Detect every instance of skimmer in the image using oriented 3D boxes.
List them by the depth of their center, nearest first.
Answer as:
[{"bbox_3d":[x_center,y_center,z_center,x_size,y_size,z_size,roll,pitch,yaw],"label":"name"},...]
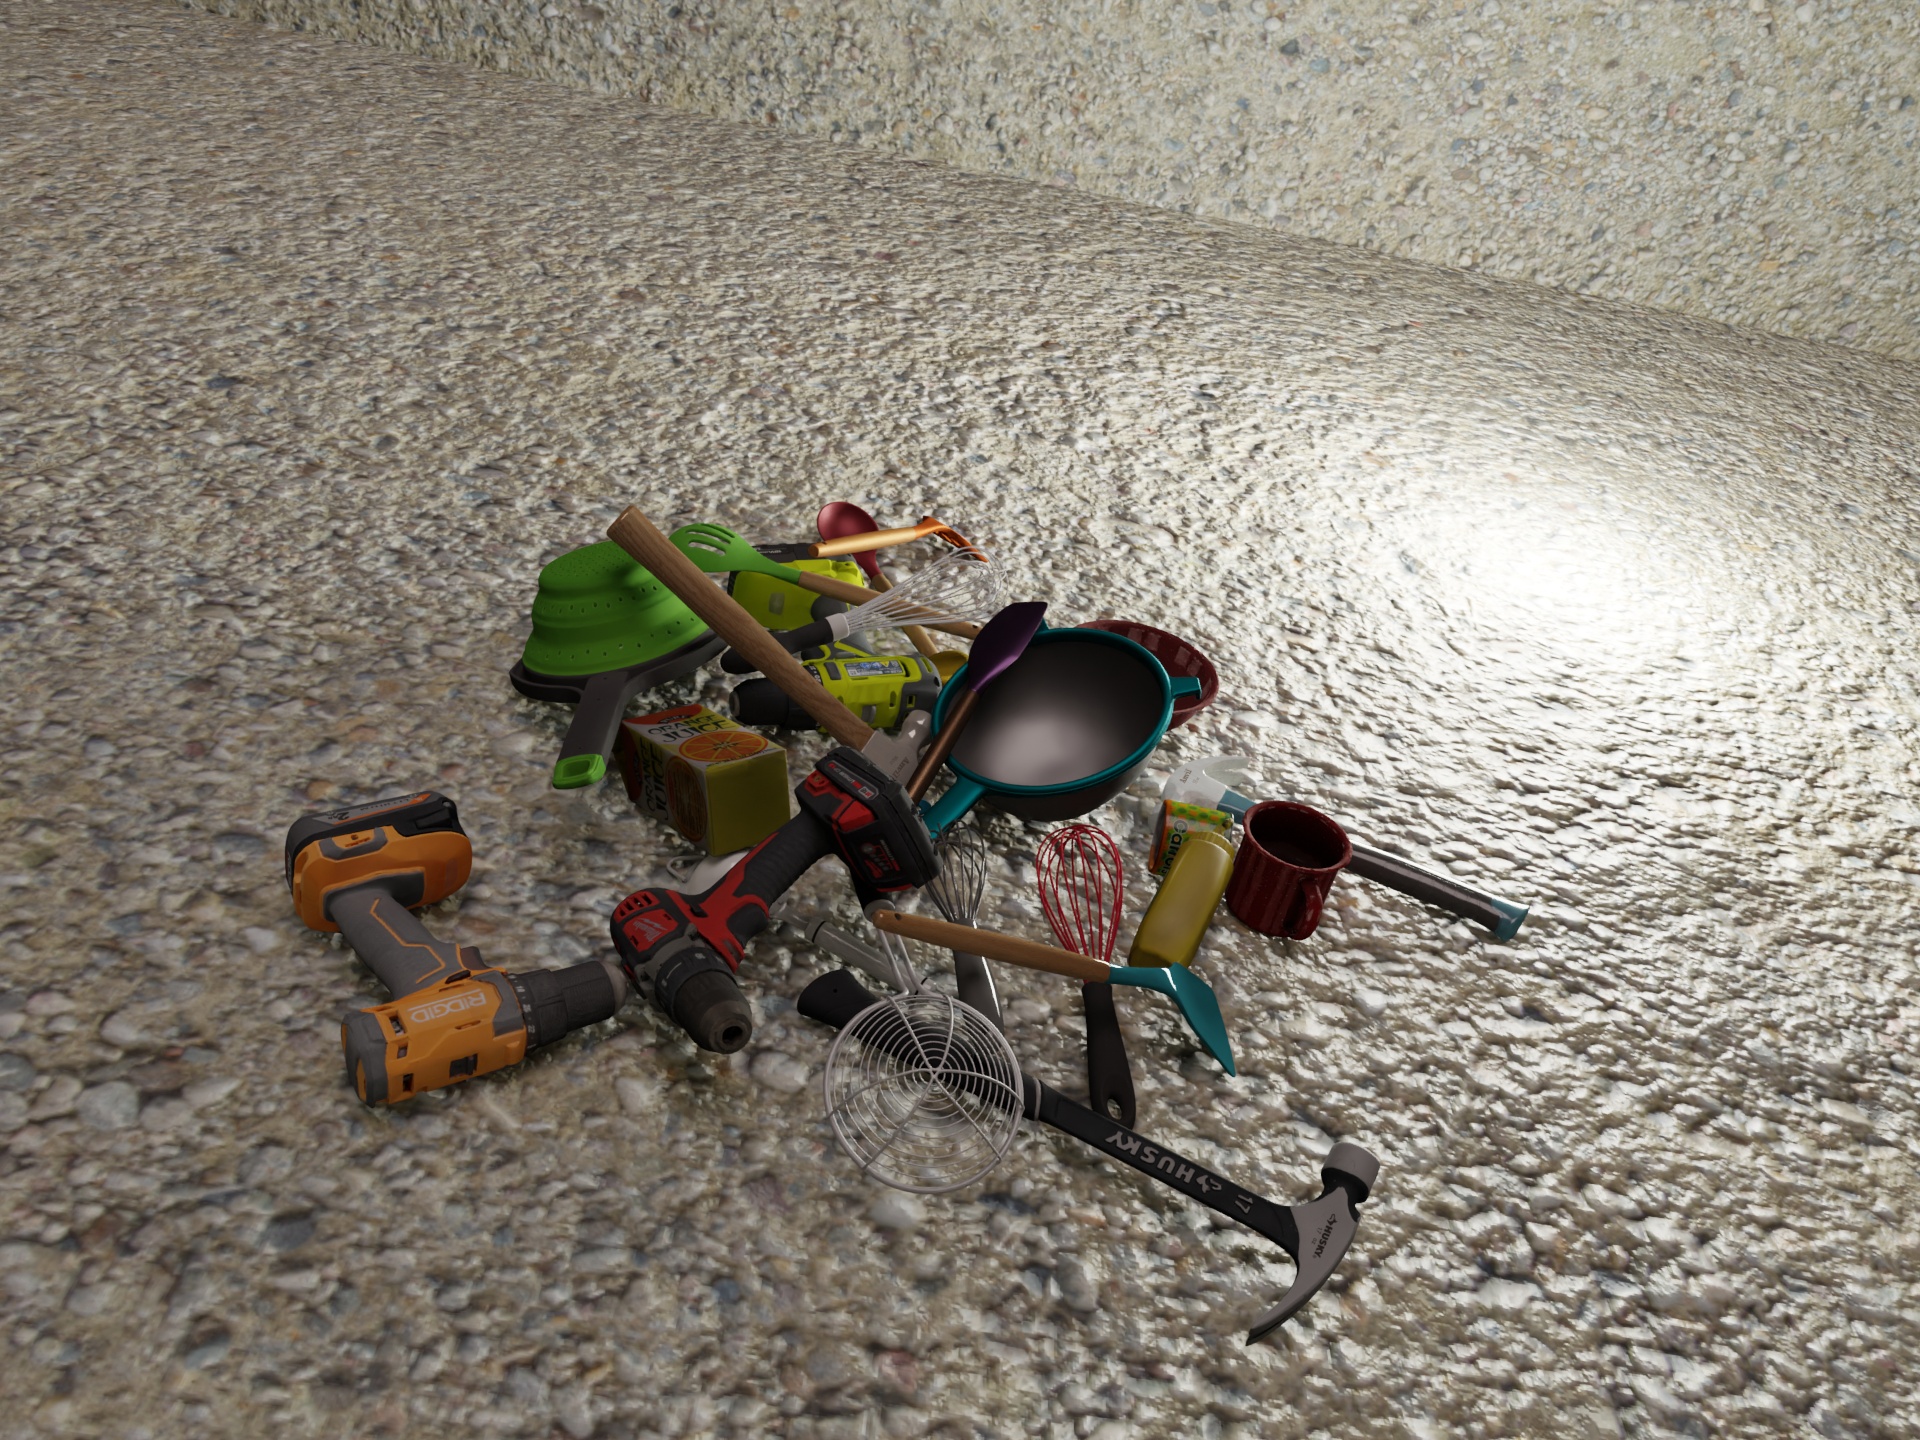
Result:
[{"bbox_3d":[-0.049,0.187,1.116,0.127,0.090,0.364,-1,19,-12],"label":"skimmer"}]

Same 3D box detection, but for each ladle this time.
[{"bbox_3d":[-0.074,-0.132,1.641,0.069,0.031,0.316,-9,42,-24],"label":"ladle"}]

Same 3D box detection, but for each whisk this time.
[{"bbox_3d":[0.005,0.154,1.168,0.055,0.055,0.239,4,34,-13],"label":"whisk"},{"bbox_3d":[0.101,0.190,1.212,0.073,0.073,0.296,6,41,-10],"label":"whisk"},{"bbox_3d":[-0.081,-0.094,1.425,0.284,0.070,0.070,-20,44,-20],"label":"whisk"}]

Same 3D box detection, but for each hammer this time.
[{"bbox_3d":[0.066,0.271,1.081,0.409,0.036,0.149,22,52,20],"label":"hammer"},{"bbox_3d":[-0.166,-0.055,1.343,0.331,0.031,0.130,43,52,-13],"label":"hammer"},{"bbox_3d":[0.338,0.117,1.411,0.331,0.033,0.128,22,36,13],"label":"hammer"}]

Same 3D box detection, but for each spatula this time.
[{"bbox_3d":[0.076,0.182,1.132,0.317,0.044,0.082,18,40,-24],"label":"spatula"},{"bbox_3d":[-0.002,-0.004,1.362,0.060,0.018,0.316,0,41,31],"label":"spatula"},{"bbox_3d":[-0.066,-0.180,1.624,0.081,0.041,0.322,31,23,19],"label":"spatula"}]

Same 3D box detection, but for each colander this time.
[{"bbox_3d":[-0.300,-0.066,1.323,0.204,0.094,0.397,-11,25,1],"label":"colander"}]

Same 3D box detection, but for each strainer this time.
[{"bbox_3d":[-0.116,0.153,1.207,0.258,0.050,0.087,27,52,14],"label":"strainer"},{"bbox_3d":[0.044,0.058,1.367,0.211,0.095,0.340,24,55,36],"label":"strainer"}]

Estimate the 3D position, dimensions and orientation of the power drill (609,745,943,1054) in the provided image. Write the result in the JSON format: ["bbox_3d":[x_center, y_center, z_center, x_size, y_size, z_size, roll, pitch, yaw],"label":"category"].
[{"bbox_3d":[-0.126,0.129,1.109,0.227,0.080,0.188,-35,30,-15],"label":"power drill"}]

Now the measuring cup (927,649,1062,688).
[{"bbox_3d":[0.037,-0.045,1.494,0.156,0.029,0.062,-2,39,13],"label":"measuring cup"}]

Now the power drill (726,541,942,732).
[{"bbox_3d":[-0.142,-0.072,1.489,0.190,0.080,0.229,-5,40,-24],"label":"power drill"}]

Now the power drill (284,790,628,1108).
[{"bbox_3d":[-0.352,0.150,1.100,0.185,0.084,0.226,-13,46,-33],"label":"power drill"}]

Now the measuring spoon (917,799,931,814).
[{"bbox_3d":[-0.077,0.086,1.341,0.128,0.021,0.042,-8,45,-42],"label":"measuring spoon"}]

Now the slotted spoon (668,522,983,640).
[{"bbox_3d":[-0.124,-0.126,1.481,0.313,0.031,0.070,18,43,-2],"label":"slotted spoon"}]
